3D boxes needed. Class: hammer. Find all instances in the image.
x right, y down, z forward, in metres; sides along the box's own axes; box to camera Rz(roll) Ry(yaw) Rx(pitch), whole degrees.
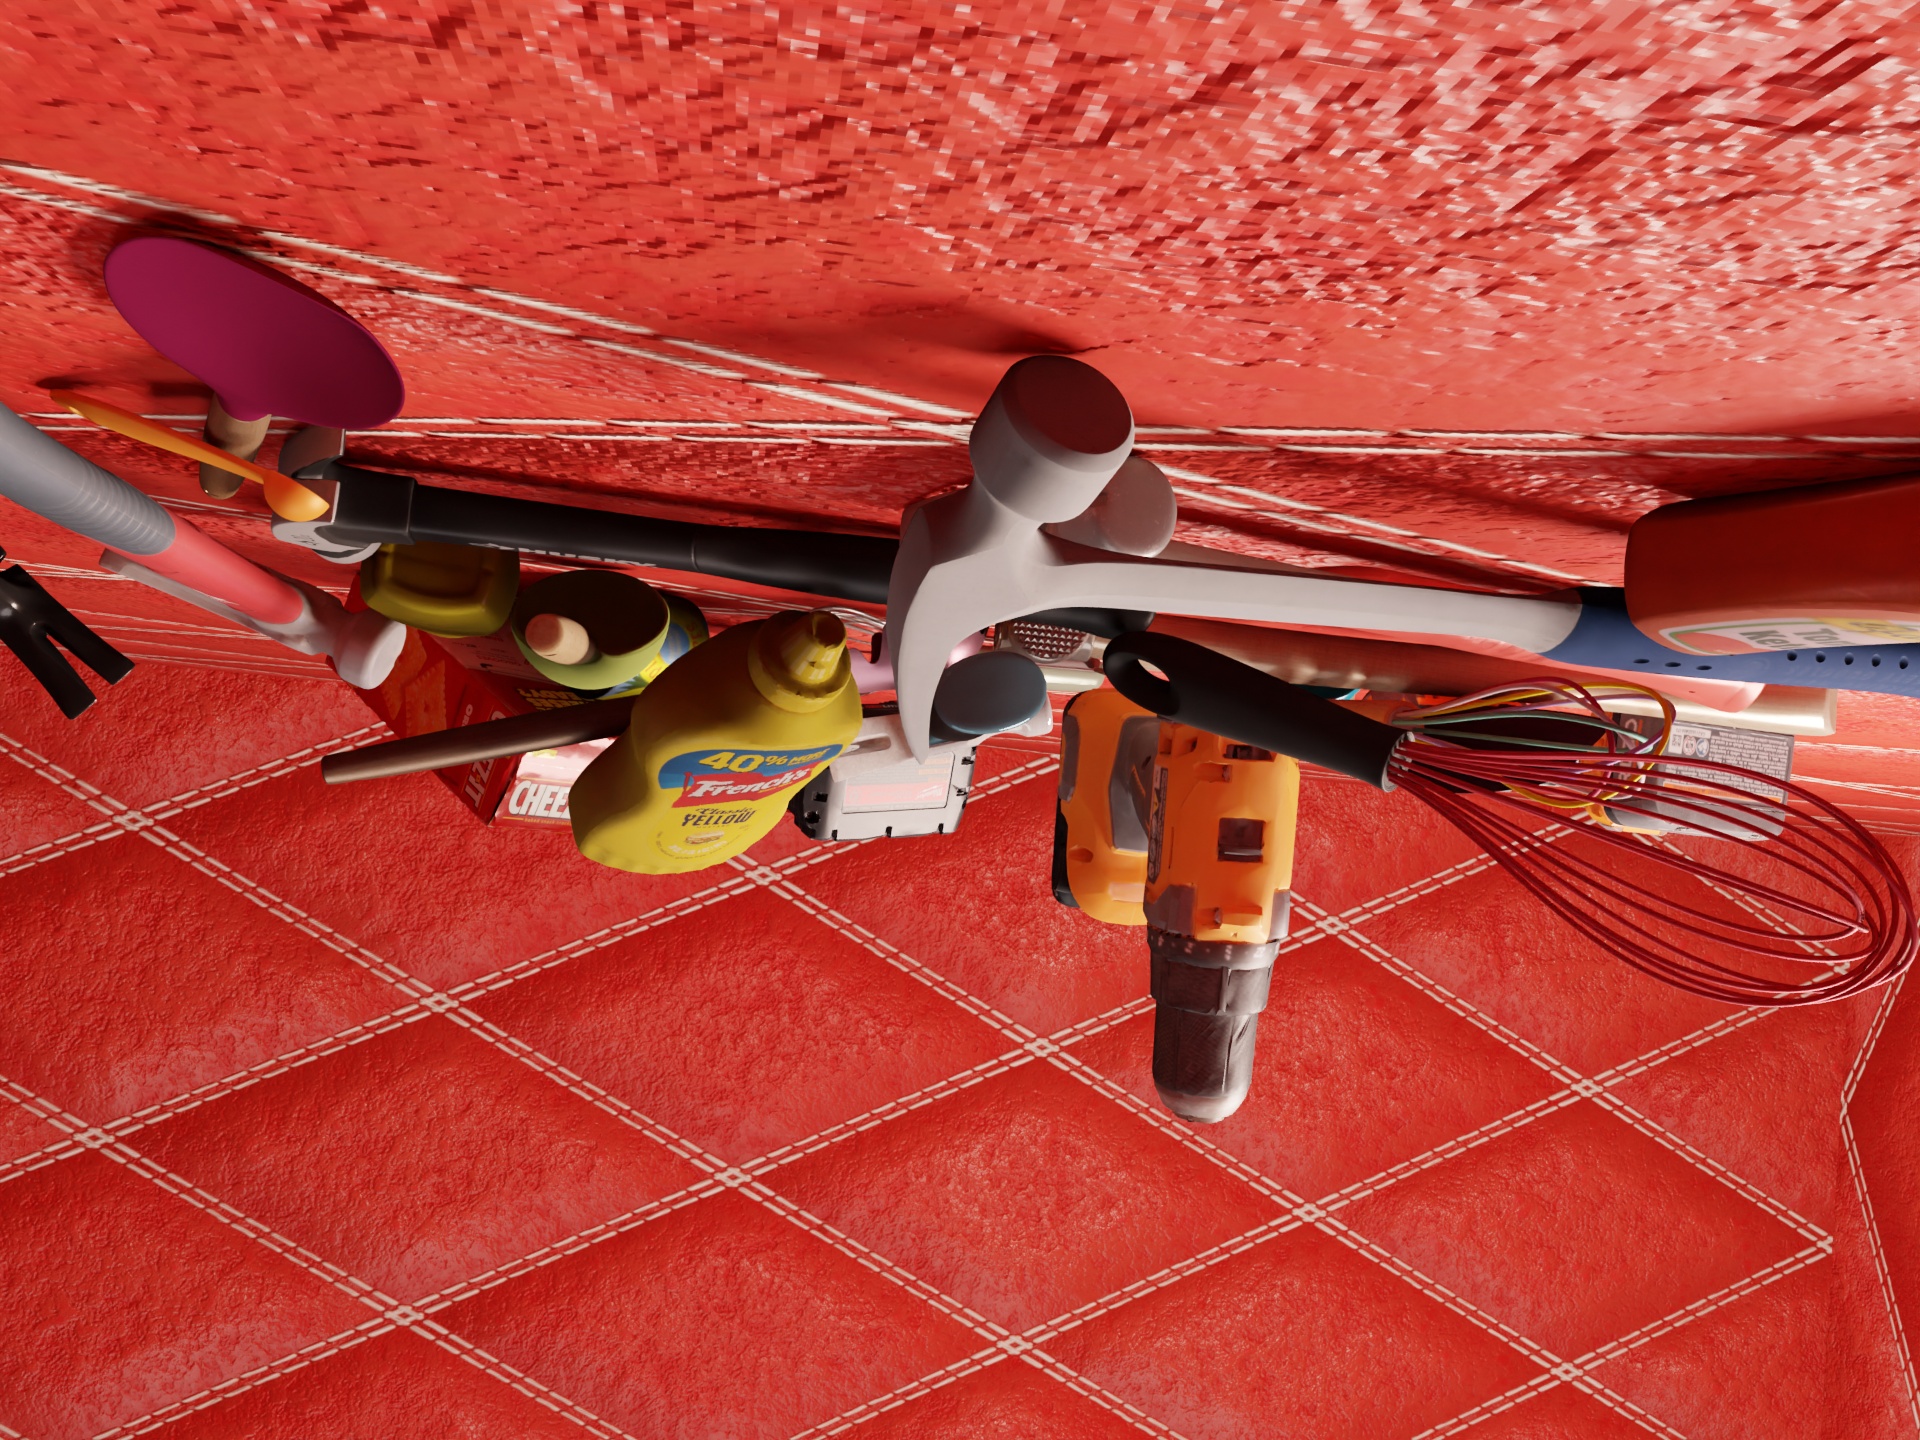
[{"bbox_3d":[0.159,-0.041,0.591,0.359,0.037,0.149,7,176,-27],"label":"hammer"},{"bbox_3d":[-0.318,-0.078,0.586,0.143,0.038,0.386,24,172,-4],"label":"hammer"},{"bbox_3d":[-0.001,-0.002,0.745,0.128,0.033,0.331,-12,178,-5],"label":"hammer"},{"bbox_3d":[-0.085,-0.065,0.605,0.334,0.035,0.146,6,177,-14],"label":"hammer"},{"bbox_3d":[0.169,-0.029,0.488,0.405,0.035,0.144,3,150,-24],"label":"hammer"},{"bbox_3d":[0.220,-0.026,0.781,0.410,0.038,0.146,5,178,-3],"label":"hammer"},{"bbox_3d":[-0.361,-0.073,0.523,0.127,0.034,0.337,47,163,-8],"label":"hammer"}]

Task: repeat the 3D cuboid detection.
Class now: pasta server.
[{"bbox_3d":[-0.134,-0.014,0.738,0.316,0.040,0.060,-11,180,-9],"label":"pasta server"}]

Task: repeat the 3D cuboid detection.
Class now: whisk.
[{"bbox_3d":[0.170,0.022,0.553,0.296,0.073,0.073,23,-172,35],"label":"whisk"},{"bbox_3d":[0.193,0.005,0.656,0.051,0.047,0.245,5,180,-21],"label":"whisk"},{"bbox_3d":[-0.006,-0.036,0.953,0.246,0.059,0.058,3,-144,-38],"label":"whisk"}]

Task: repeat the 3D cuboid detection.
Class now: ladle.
[{"bbox_3d":[-0.164,-0.044,0.679,0.078,0.062,0.320,1,-179,-10],"label":"ladle"}]

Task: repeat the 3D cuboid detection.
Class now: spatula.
[{"bbox_3d":[0.178,0.004,0.773,0.060,0.018,0.316,-38,-161,-17],"label":"spatula"}]

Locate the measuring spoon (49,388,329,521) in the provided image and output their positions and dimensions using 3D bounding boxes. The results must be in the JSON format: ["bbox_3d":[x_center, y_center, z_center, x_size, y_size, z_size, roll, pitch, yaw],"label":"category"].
[{"bbox_3d":[-0.242,-0.082,0.491,0.117,0.011,0.021,21,167,21],"label":"measuring spoon"}]

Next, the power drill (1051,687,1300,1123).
[{"bbox_3d":[0.099,0.071,0.748,0.084,0.185,0.226,3,-177,-7],"label":"power drill"}]

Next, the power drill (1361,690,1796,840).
[{"bbox_3d":[0.369,0.018,0.945,0.164,0.084,0.226,7,-179,-27],"label":"power drill"}]

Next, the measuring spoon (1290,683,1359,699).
[{"bbox_3d":[0.233,-0.020,0.840,0.128,0.042,0.021,0,138,4],"label":"measuring spoon"}]

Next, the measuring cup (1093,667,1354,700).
[{"bbox_3d":[0.150,-0.028,0.922,0.168,0.038,0.083,15,-175,38],"label":"measuring cup"}]

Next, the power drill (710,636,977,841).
[{"bbox_3d":[-0.088,-0.001,1.011,0.143,0.078,0.220,-1,-161,-33],"label":"power drill"}]

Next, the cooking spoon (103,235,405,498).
[{"bbox_3d":[-0.213,-0.092,0.469,0.068,0.017,0.319,24,169,-25],"label":"cooking spoon"}]
